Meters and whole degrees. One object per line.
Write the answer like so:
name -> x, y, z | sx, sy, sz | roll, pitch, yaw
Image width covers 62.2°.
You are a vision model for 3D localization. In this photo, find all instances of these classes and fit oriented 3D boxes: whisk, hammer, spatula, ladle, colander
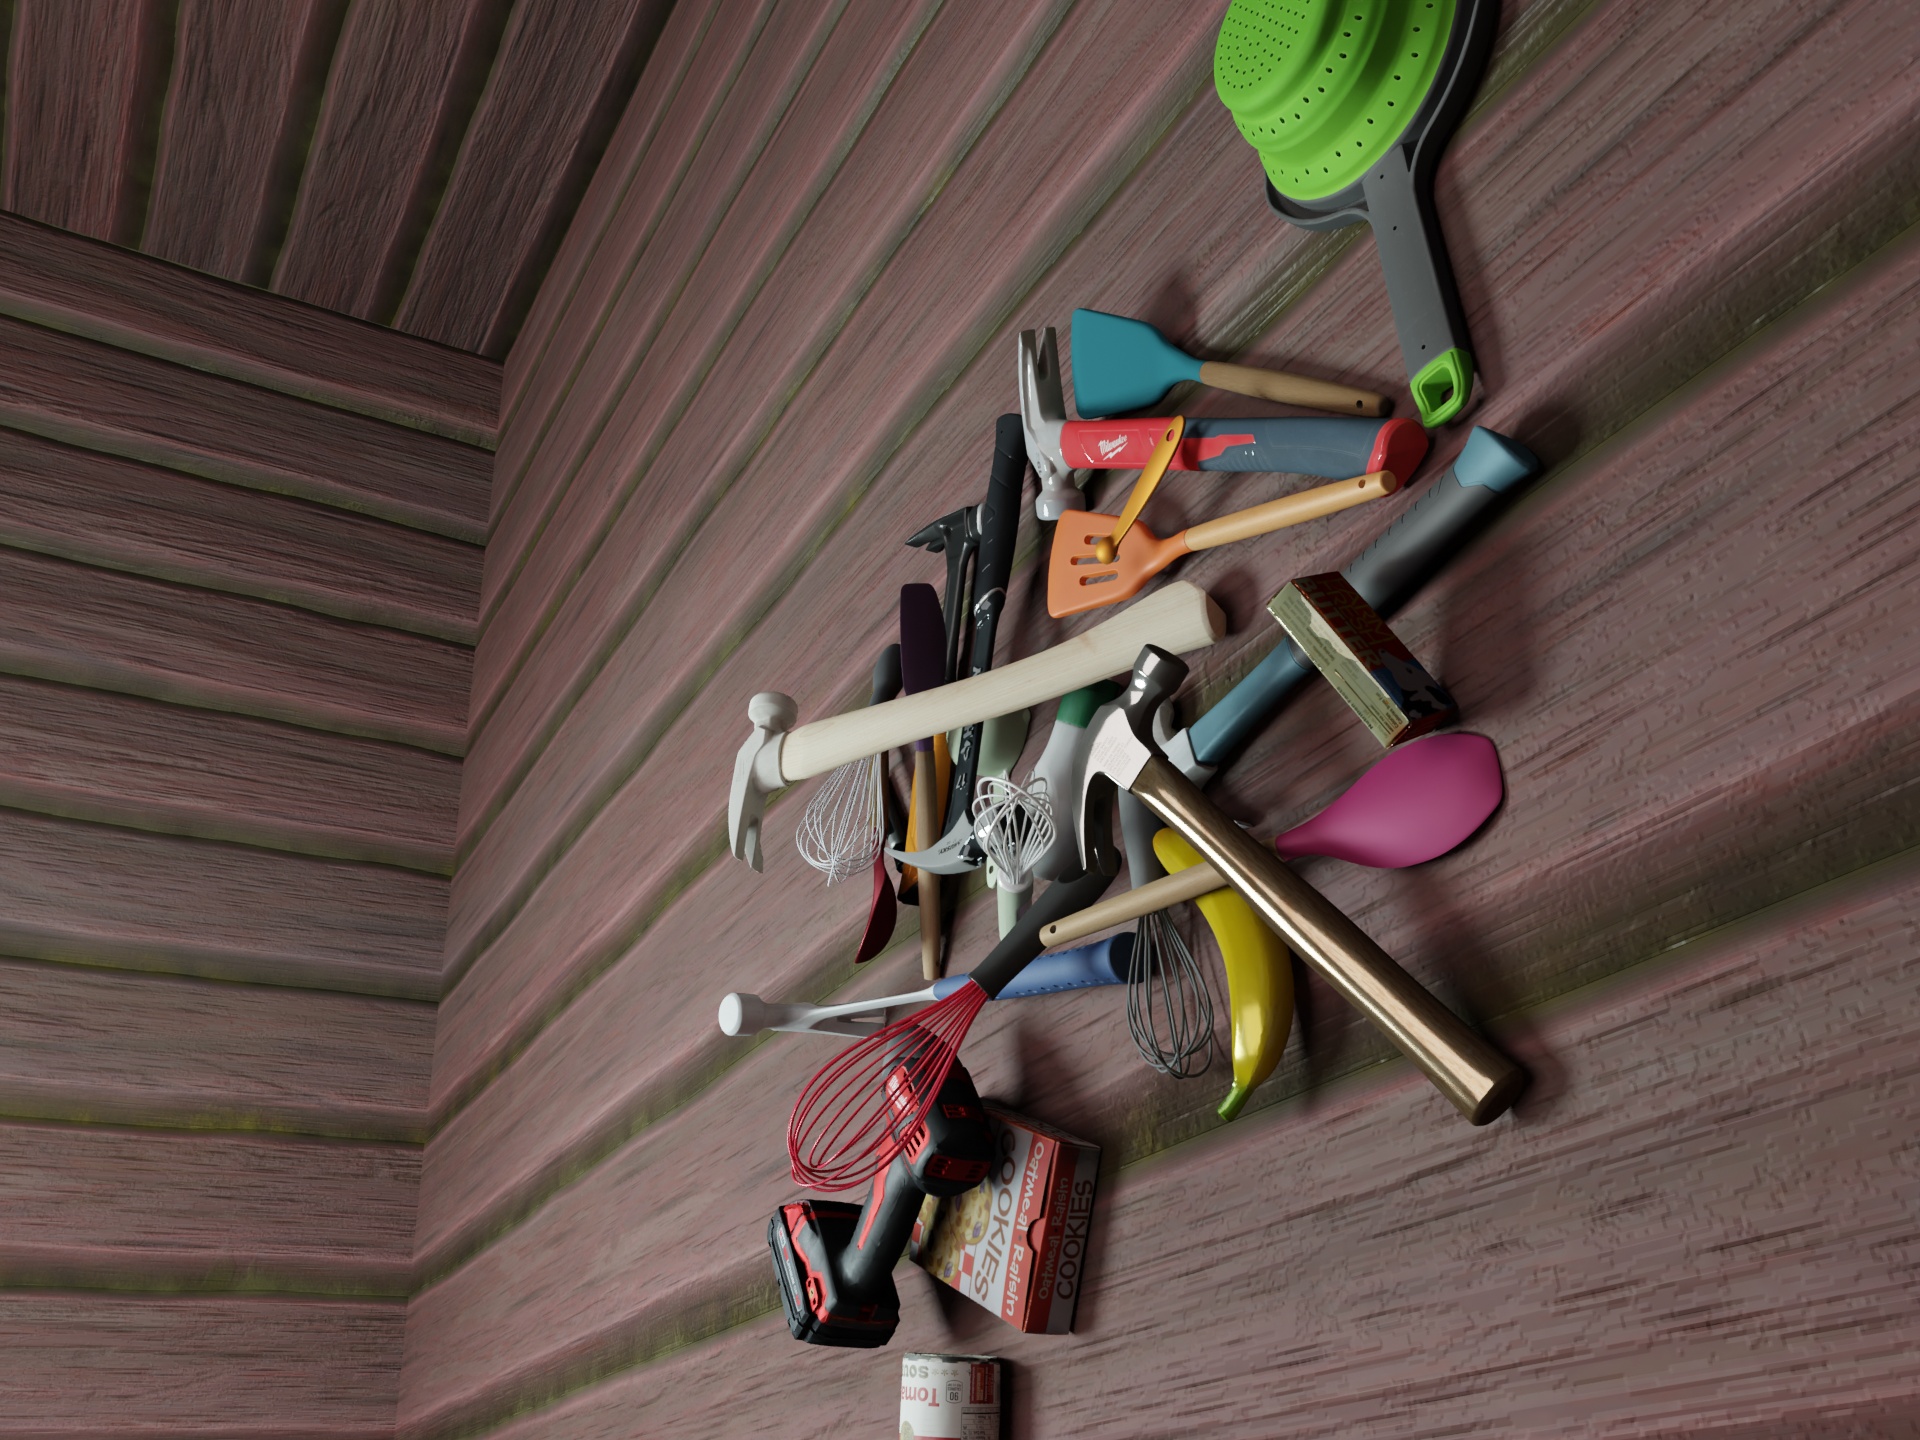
whisk -> 0.124, 0.116, 1.008 | 0.055, 0.055, 0.239 | -48, 35, 43
whisk -> 0.038, 0.101, 1.066 | 0.058, 0.059, 0.246 | -53, -19, -23
hammer -> -0.002, -0.004, 1.126 | 0.410, 0.038, 0.146 | -18, 51, 32
whisk -> -0.078, 0.026, 1.342 | 0.070, 0.070, 0.285 | -51, 17, 40
hammer -> -0.012, 0.200, 1.171 | 0.405, 0.144, 0.035 | -20, 66, 48
spatula -> 0.155, -0.121, 1.013 | 0.322, 0.041, 0.081 | -9, 71, 63
spatula -> 0.171, -0.227, 1.065 | 0.318, 0.044, 0.082 | 33, 132, 59
hammer -> 0.208, -0.050, 0.933 | 0.331, 0.033, 0.128 | -50, 37, 41
hammer -> -0.021, -0.012, 1.340 | 0.127, 0.034, 0.337 | -13, 67, 59
ladle -> -0.071, 0.077, 1.360 | 0.316, 0.031, 0.069 | -93, 18, -46
whisk -> -0.001, 0.185, 1.021 | 0.296, 0.073, 0.073 | -44, 26, -11
hammer -> 0.154, -0.198, 1.051 | 0.386, 0.038, 0.143 | 17, 118, 59
colander -> 0.230, -0.348, 0.953 | 0.204, 0.094, 0.397 | -41, 44, 48
spatula -> -0.026, 0.049, 1.263 | 0.018, 0.059, 0.316 | 1, 94, 37
hammer -> 0.019, -0.070, 1.230 | 0.149, 0.036, 0.409 | -29, 45, 49
hammer -> 0.169, 0.095, 0.863 | 0.332, 0.031, 0.130 | 46, 113, 42

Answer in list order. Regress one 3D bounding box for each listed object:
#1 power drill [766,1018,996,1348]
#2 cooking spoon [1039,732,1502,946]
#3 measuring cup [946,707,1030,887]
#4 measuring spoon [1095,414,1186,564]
power drill -> -0.056, 0.327, 1.135 | 0.219, 0.078, 0.143 | -62, 30, 22
cooking spoon -> 0.163, 0.081, 0.909 | 0.319, 0.017, 0.069 | -28, 51, 39
measuring cup -> 0.016, 0.047, 1.238 | 0.083, 0.038, 0.168 | -31, 49, 54
measuring spoon -> 0.117, -0.153, 1.053 | 0.116, 0.011, 0.021 | -61, 34, 31
